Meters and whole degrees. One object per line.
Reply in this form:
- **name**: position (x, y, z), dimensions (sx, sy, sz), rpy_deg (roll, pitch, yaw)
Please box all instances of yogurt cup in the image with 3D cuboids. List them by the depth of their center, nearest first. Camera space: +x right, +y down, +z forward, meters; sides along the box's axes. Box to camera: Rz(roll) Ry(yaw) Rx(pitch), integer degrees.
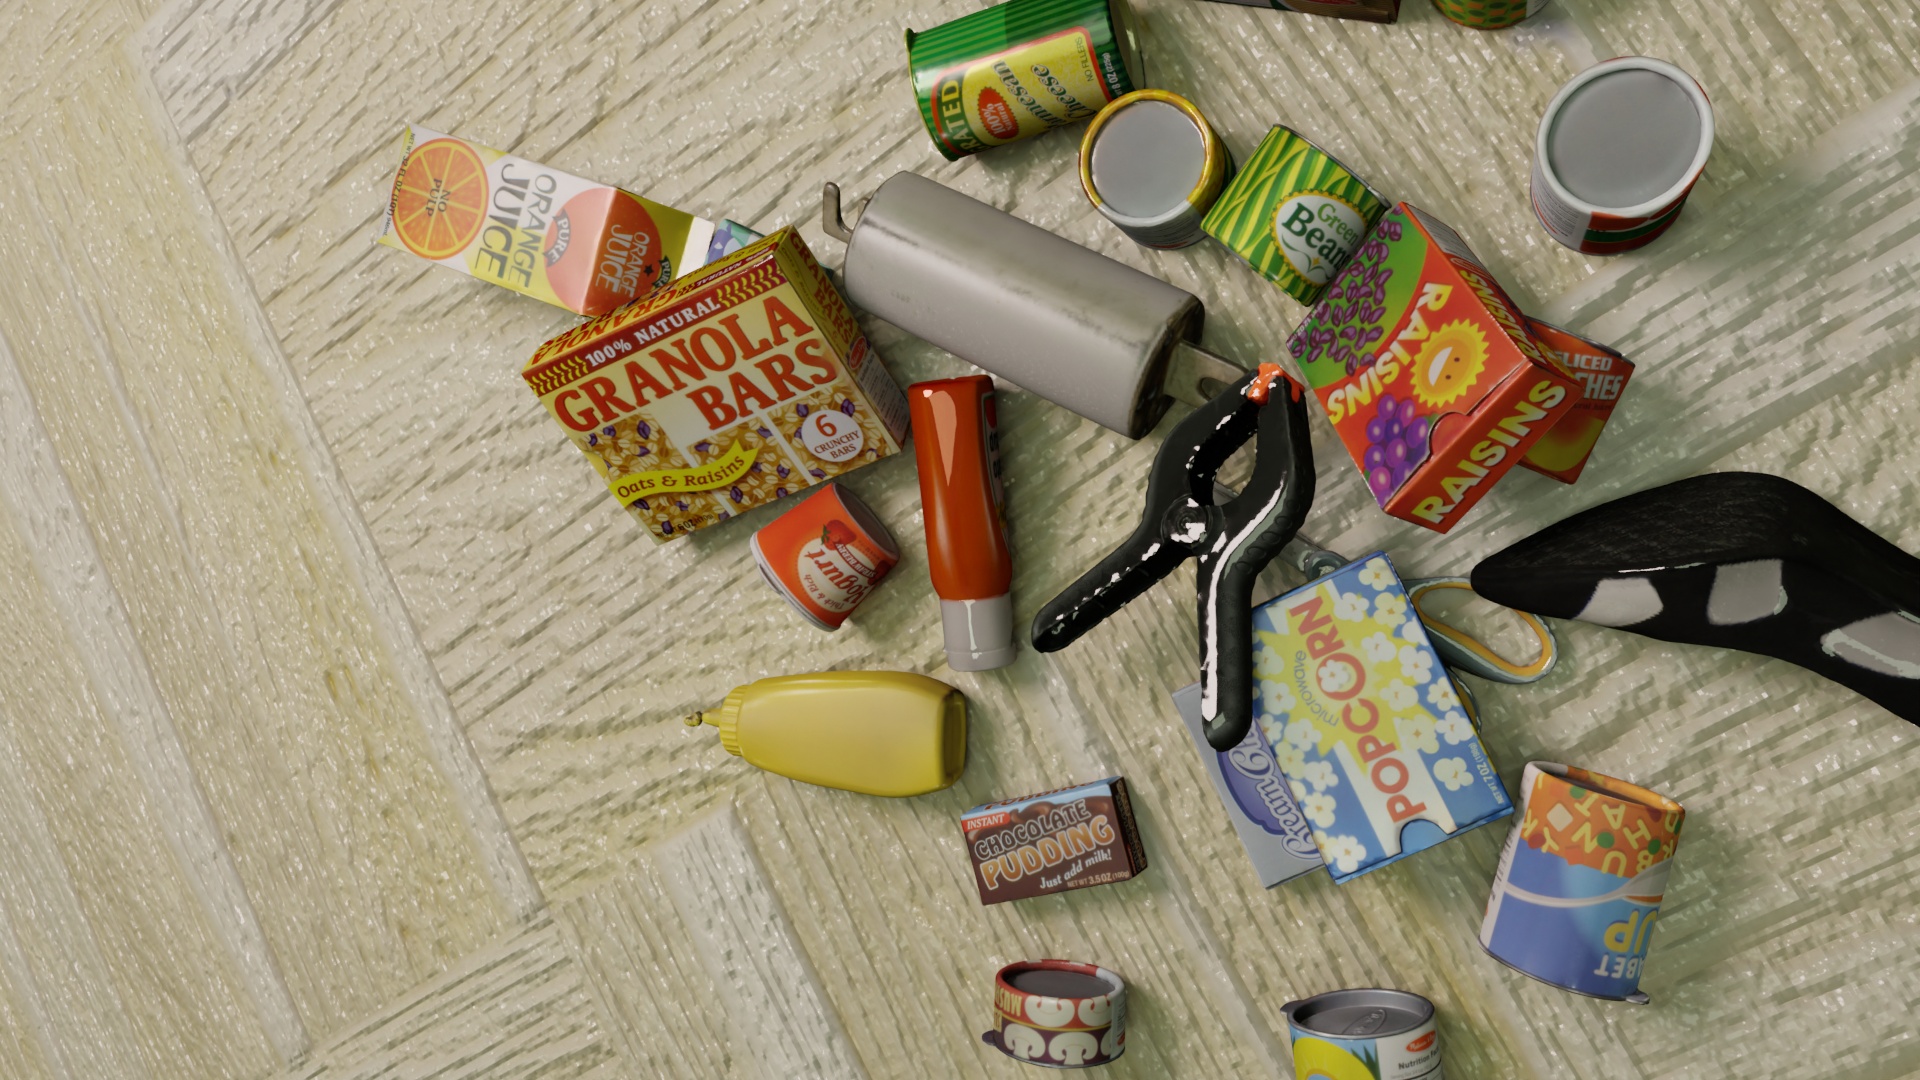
- **yogurt cup**: position (-0.069, 0.006, 0.734), dimensions (0.054, 0.072, 0.072), rpy_deg (-40, 77, 9)

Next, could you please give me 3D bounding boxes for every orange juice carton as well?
- **orange juice carton**: position (-0.227, -0.172, 0.788), dimensions (0.193, 0.073, 0.071), rpy_deg (21, 97, 19)

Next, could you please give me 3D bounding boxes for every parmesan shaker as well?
- **parmesan shaker**: position (0.033, -0.237, 0.690), dimensions (0.103, 0.071, 0.071), rpy_deg (-12, 86, 21)

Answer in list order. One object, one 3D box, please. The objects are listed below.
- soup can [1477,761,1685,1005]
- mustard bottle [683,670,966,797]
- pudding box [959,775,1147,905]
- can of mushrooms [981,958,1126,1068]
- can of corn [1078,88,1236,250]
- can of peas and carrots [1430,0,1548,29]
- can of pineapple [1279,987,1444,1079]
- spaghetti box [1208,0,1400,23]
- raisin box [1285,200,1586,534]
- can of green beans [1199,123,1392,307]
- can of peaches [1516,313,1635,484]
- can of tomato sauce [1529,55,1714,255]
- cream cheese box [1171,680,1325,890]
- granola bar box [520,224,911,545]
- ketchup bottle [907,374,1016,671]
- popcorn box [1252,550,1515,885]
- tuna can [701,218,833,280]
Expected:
- **soup can**: position (0.271, 0.146, 0.602), dimensions (0.071, 0.071, 0.083), rpy_deg (15, 95, 20)
- **mustard bottle**: position (-0.077, 0.099, 0.745), dimensions (0.160, 0.049, 0.065), rpy_deg (3, 91, 22)
- **pudding box**: position (0.047, 0.153, 0.707), dimensions (0.083, 0.030, 0.049), rpy_deg (-16, 84, 20)
- **can of mushrooms**: position (0.047, 0.233, 0.687), dimensions (0.071, 0.071, 0.033), rpy_deg (3, 91, 21)
- **can of corn**: position (0.096, -0.181, 0.673), dimensions (0.071, 0.058, 0.071), rpy_deg (0, 91, 21)
- **can of peas and carrots**: position (0.236, -0.271, 0.619), dimensions (0.071, 0.059, 0.071), rpy_deg (0, 90, 21)
- **can of pineapple**: position (0.186, 0.244, 0.637), dimensions (0.071, 0.071, 0.058), rpy_deg (-8, 88, 21)
- **spaghetti box**: position (0.089, -0.290, 0.680), dimensions (0.250, 0.050, 0.028), rpy_deg (16, 94, 20)
- **raisin box**: position (0.198, -0.076, 0.597), dimensions (0.085, 0.040, 0.124), rpy_deg (-53, 33, 32)
- **can of green beans**: position (0.154, -0.150, 0.646), dimensions (0.071, 0.071, 0.057), rpy_deg (41, 104, 16)
- **can of peaches**: position (0.250, -0.062, 0.608), dimensions (0.071, 0.071, 0.058), rpy_deg (27, 101, 19)
- **can of tomato sauce**: position (0.280, -0.162, 0.589), dimensions (0.071, 0.083, 0.071), rpy_deg (0, 91, 21)
- **cream cheese box**: position (0.149, 0.110, 0.671), dimensions (0.053, 0.024, 0.104), rpy_deg (-28, 81, 19)
- **granola bar box**: position (-0.127, -0.076, 0.728), dimensions (0.165, 0.039, 0.124), rpy_deg (-20, 121, 24)
- **ketchup bottle**: position (0.003, -0.009, 0.709), dimensions (0.043, 0.065, 0.148), rpy_deg (-6, 97, 4)
- **popcorn box**: position (0.180, 0.078, 0.629), dimensions (0.085, 0.038, 0.127), rpy_deg (-26, 80, 11)
- **tuna can**: position (-0.104, -0.145, 0.747), dimensions (0.071, 0.071, 0.032), rpy_deg (29, 100, 18)
